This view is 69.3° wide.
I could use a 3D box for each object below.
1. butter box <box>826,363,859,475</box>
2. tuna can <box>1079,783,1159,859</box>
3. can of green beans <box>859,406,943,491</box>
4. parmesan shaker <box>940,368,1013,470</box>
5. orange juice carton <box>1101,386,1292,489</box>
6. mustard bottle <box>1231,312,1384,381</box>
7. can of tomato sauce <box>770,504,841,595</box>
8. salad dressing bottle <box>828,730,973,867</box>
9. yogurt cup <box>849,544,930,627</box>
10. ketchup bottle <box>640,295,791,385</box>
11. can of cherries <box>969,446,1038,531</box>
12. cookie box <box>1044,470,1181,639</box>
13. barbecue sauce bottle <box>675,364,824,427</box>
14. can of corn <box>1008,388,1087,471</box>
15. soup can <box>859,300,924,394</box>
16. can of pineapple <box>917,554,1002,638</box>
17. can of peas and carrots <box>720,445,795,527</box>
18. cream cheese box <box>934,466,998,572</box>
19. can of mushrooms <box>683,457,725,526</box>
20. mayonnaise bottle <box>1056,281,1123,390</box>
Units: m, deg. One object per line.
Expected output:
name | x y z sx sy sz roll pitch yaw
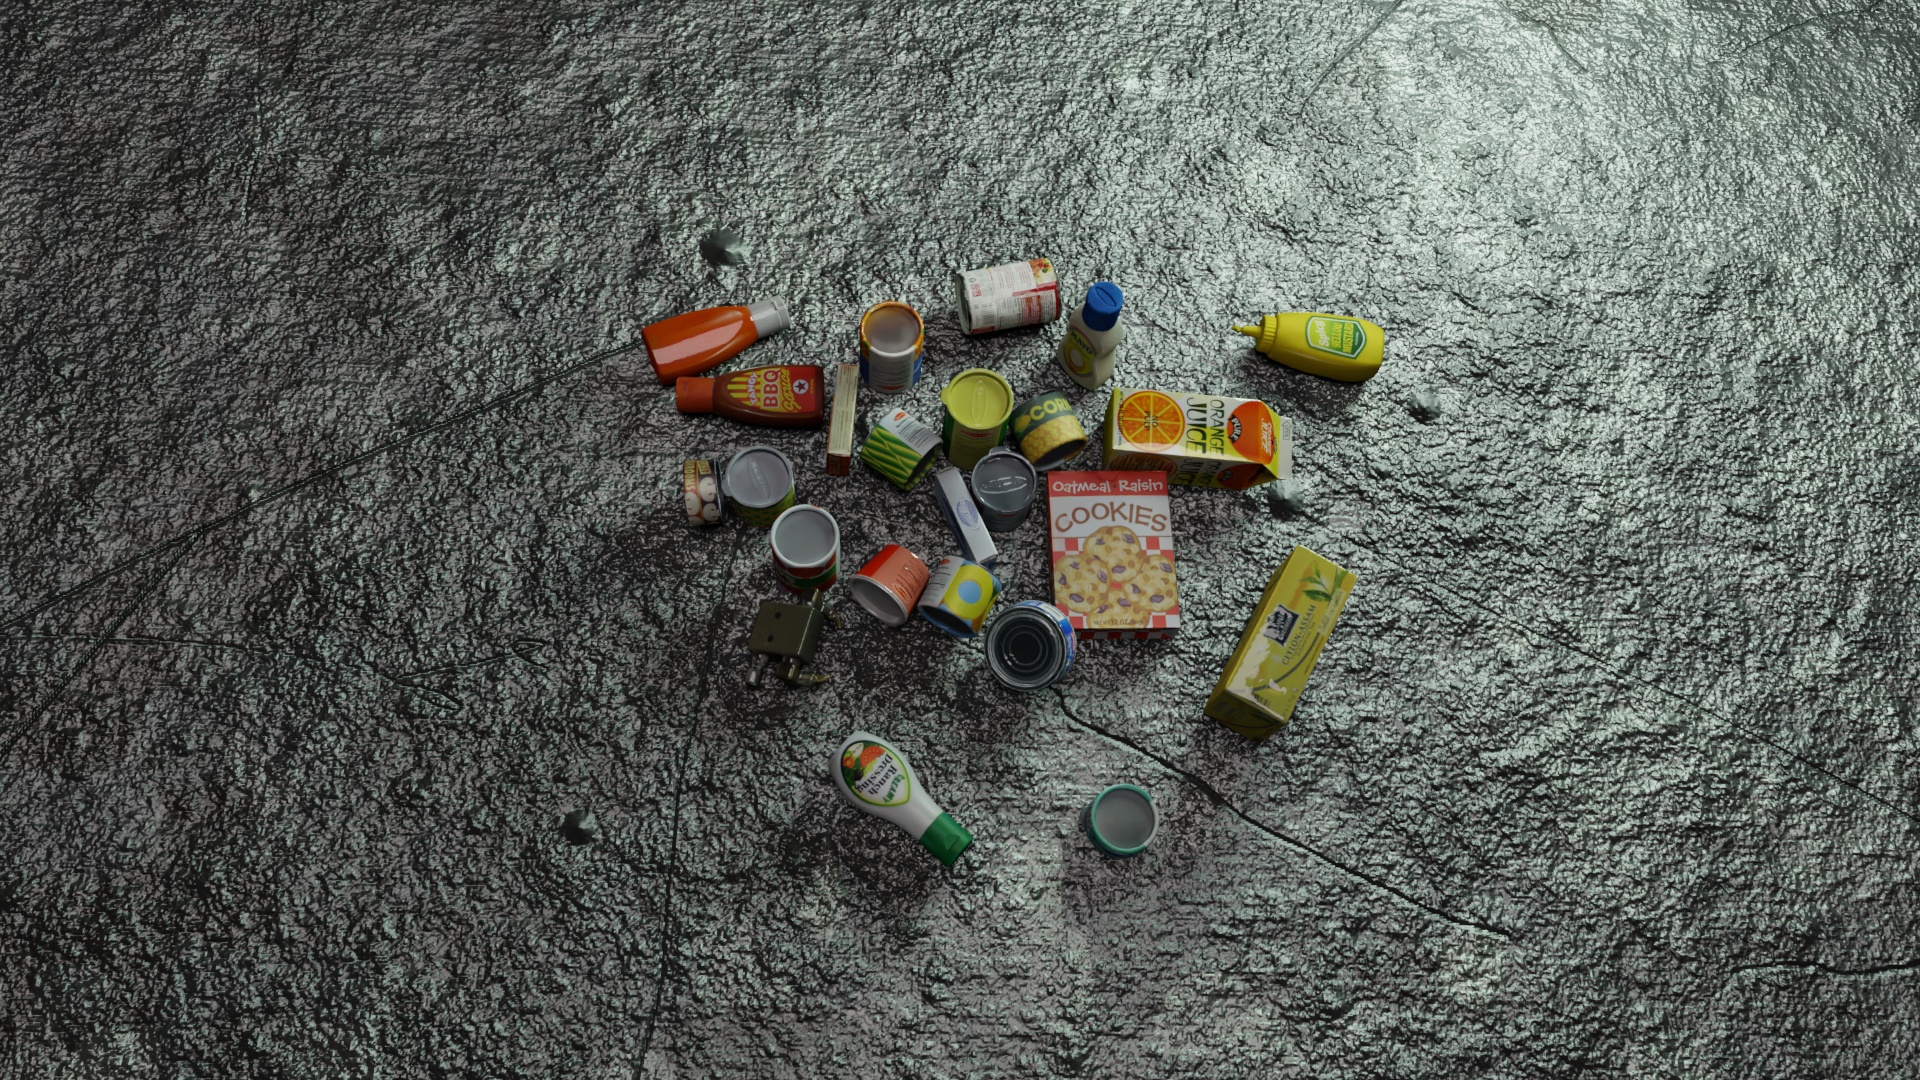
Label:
butter box | -0.120 -0.123 1.413 0.024 0.053 0.104 6 70 -5
tuna can | 0.149 0.261 1.297 0.071 0.032 0.071 2 69 -4
can of green beans | -0.059 -0.092 1.399 0.058 0.071 0.071 37 71 9
parmesan shaker | 0.012 -0.120 1.395 0.071 0.102 0.071 2 69 -4
orange juice carton | 0.245 -0.102 1.420 0.193 0.072 0.072 5 69 -3
mustard bottle | 0.369 -0.212 1.484 0.160 0.048 0.065 9 68 -1
can of tomato sauce | -0.151 0.011 1.344 0.071 0.082 0.071 1 69 -4
salad dressing bottle | -0.054 0.240 1.285 0.148 0.044 0.064 40 73 10
yogurt cup | -0.066 0.041 1.350 0.072 0.072 0.054 34 63 9
ketchup bottle | -0.252 -0.214 1.444 0.149 0.043 0.065 -22 73 -12
can of cherries | 0.042 -0.051 1.395 0.071 0.058 0.072 1 70 -2
cookie box | 0.150 0.013 1.387 0.123 0.040 0.168 0 70 -3
barbecue sauce bottle | -0.214 -0.148 1.421 0.149 0.043 0.065 0 70 -4
can of corn | 0.090 -0.112 1.414 0.071 0.071 0.058 -23 74 -12
soup can | -0.071 -0.201 1.430 0.071 0.083 0.071 1 69 -3
can of pineapple | 0.001 0.056 1.347 0.071 0.070 0.058 26 70 6
can of peas and carrots | -0.200 -0.052 1.377 0.071 0.058 0.071 1 69 -3
cream cheese box | 0.005 -0.017 1.382 0.024 0.053 0.104 -22 72 -9
can of mushrooms | -0.252 -0.049 1.367 0.033 0.070 0.071 -6 70 -4
mayonnaise bottle | 0.135 -0.211 1.414 0.041 0.147 0.065 -39 77 -16
